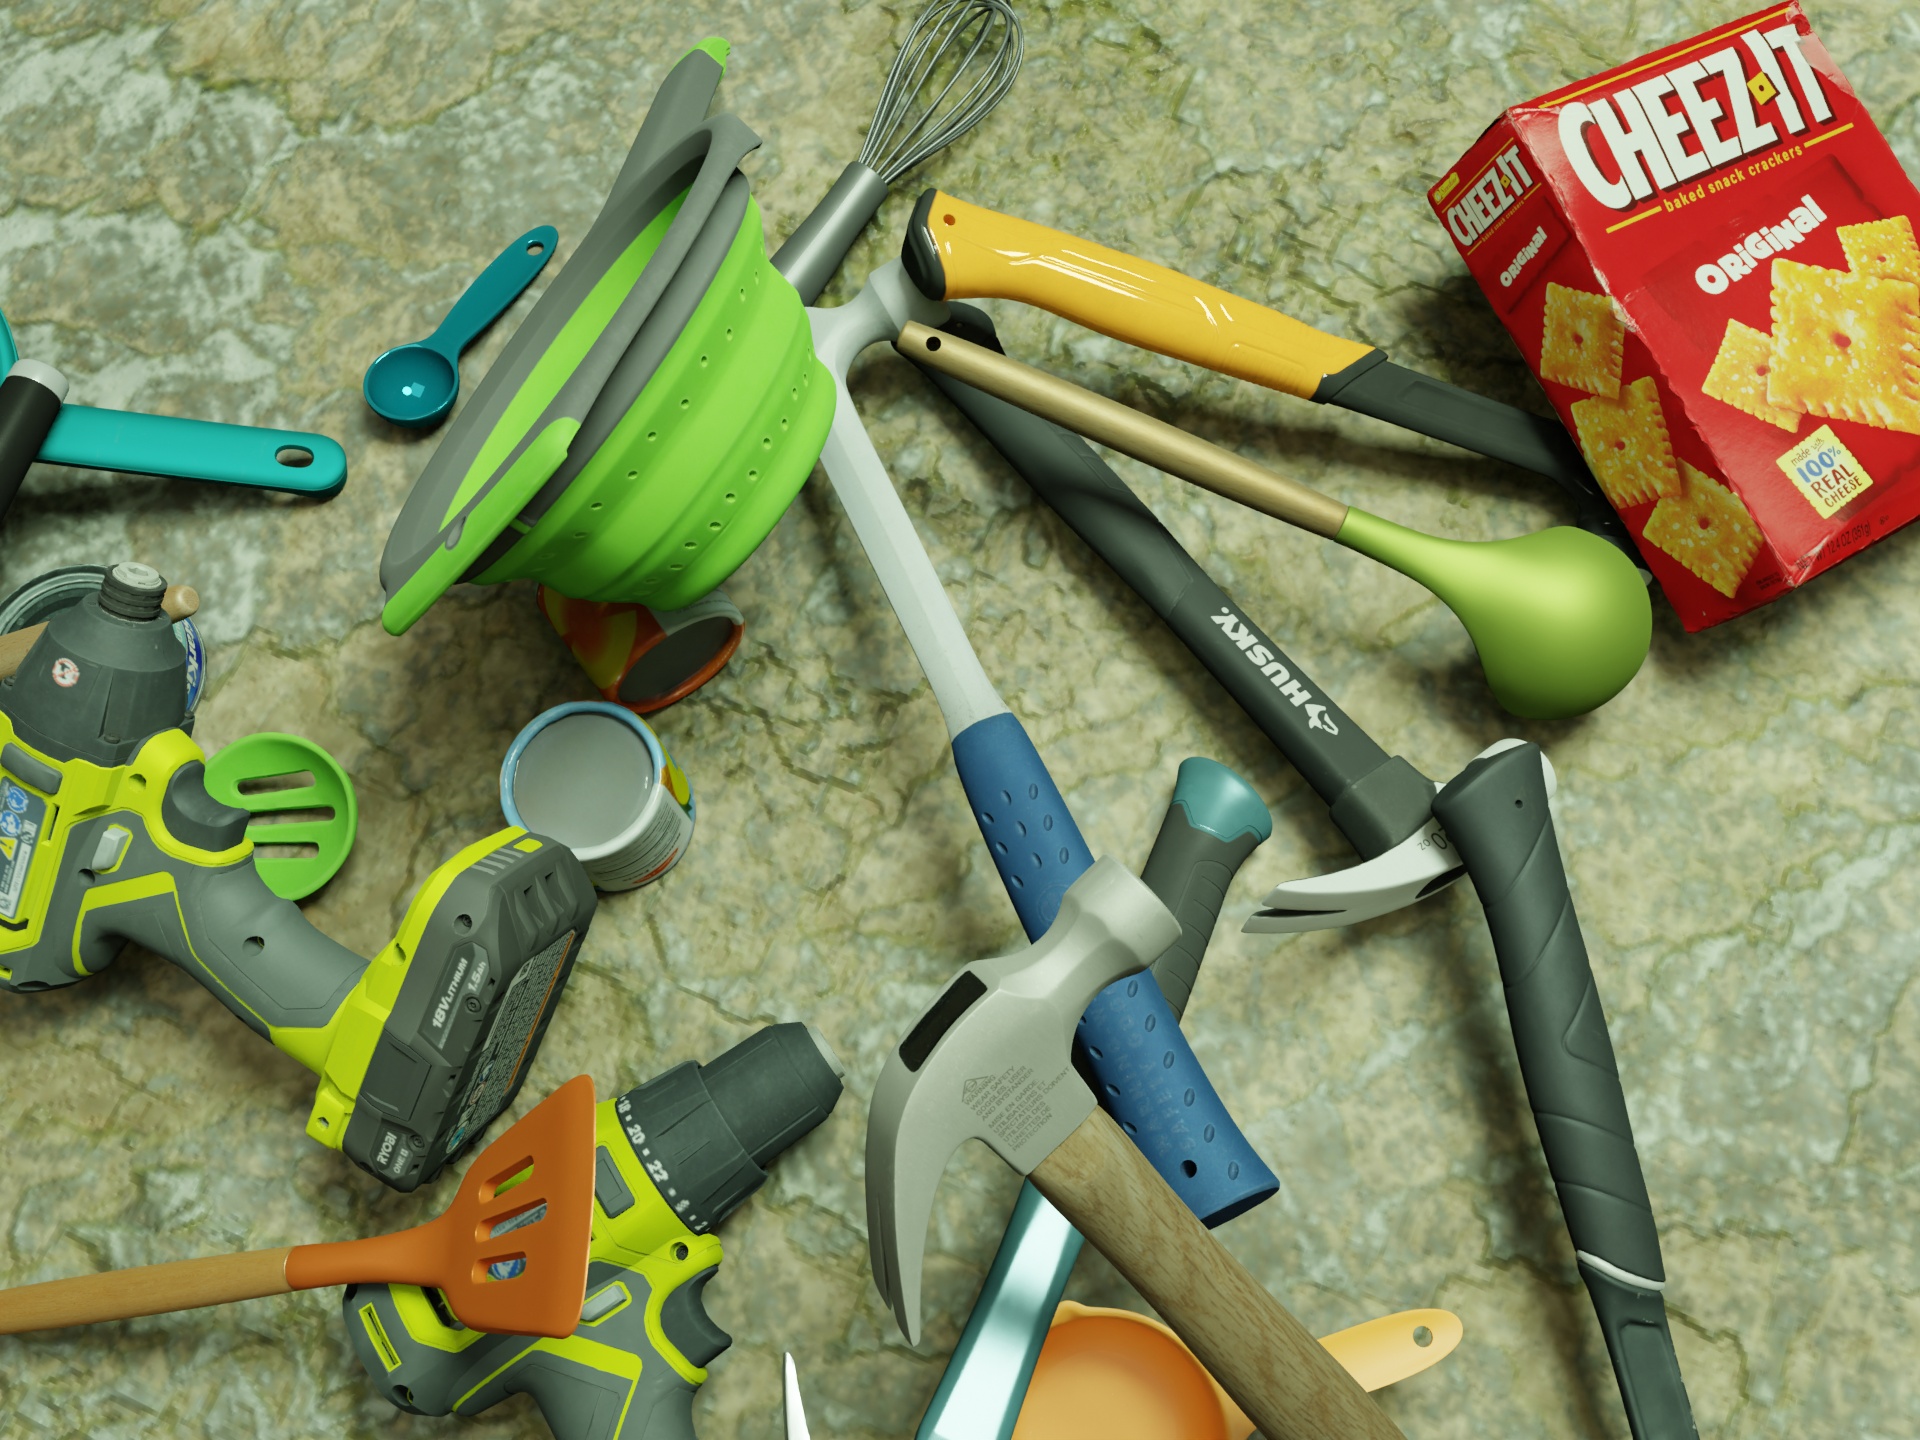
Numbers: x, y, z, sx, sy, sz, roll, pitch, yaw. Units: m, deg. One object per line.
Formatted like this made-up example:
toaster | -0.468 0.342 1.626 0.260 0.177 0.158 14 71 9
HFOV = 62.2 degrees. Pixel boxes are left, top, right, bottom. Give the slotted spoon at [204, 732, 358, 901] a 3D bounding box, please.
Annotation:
slotted spoon | -0.397 0.045 0.659 0.314 0.031 0.070 -3 89 4

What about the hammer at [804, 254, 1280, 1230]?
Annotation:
hammer | -0.001 -0.002 0.598 0.144 0.035 0.406 -29 63 6

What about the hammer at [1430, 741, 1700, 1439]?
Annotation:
hammer | 0.235 0.207 0.540 0.149 0.036 0.409 -9 78 -12

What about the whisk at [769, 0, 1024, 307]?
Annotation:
whisk | -0.044 -0.249 0.736 0.055 0.055 0.239 33 80 12

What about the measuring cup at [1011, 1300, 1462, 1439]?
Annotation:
measuring cup | 0.090 0.240 0.562 0.173 0.052 0.095 -17 71 -5

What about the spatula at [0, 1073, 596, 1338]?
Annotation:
spatula | -0.255 0.190 0.551 0.322 0.041 0.081 -14 59 17

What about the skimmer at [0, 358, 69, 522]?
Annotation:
skimmer | -0.387 0.008 0.556 0.090 0.127 0.364 -17 52 40

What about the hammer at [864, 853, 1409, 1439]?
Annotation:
hammer | 0.091 0.196 0.486 0.130 0.031 0.331 -42 112 -7

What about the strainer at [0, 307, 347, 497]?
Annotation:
strainer | -0.448 -0.115 0.693 0.340 0.095 0.211 5 69 -18

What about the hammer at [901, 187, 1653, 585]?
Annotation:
hammer | 0.141 -0.158 0.662 0.337 0.034 0.127 17 73 -7

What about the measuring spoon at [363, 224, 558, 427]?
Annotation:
measuring spoon | -0.225 -0.181 0.737 0.042 0.021 0.129 28 66 10

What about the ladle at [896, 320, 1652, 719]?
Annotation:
ladle | 0.124 -0.087 0.631 0.320 0.062 0.078 24 90 1

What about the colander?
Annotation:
colander | -0.107 -0.163 0.634 0.094 0.204 0.398 36 36 -26

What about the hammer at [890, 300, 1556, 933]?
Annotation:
hammer | 0.080 -0.057 0.654 0.146 0.035 0.335 -28 67 -31

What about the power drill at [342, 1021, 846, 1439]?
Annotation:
power drill | -0.083 0.236 0.557 0.190 0.080 0.229 -33 71 -8

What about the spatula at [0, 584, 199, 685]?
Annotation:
spatula | -0.448 -0.012 0.647 0.317 0.044 0.082 -15 58 15

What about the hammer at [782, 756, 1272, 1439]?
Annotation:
hammer | 0.043 0.150 0.558 0.128 0.033 0.331 24 58 6

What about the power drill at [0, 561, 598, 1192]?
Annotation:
power drill | -0.258 0.058 0.588 0.223 0.080 0.171 28 108 6
